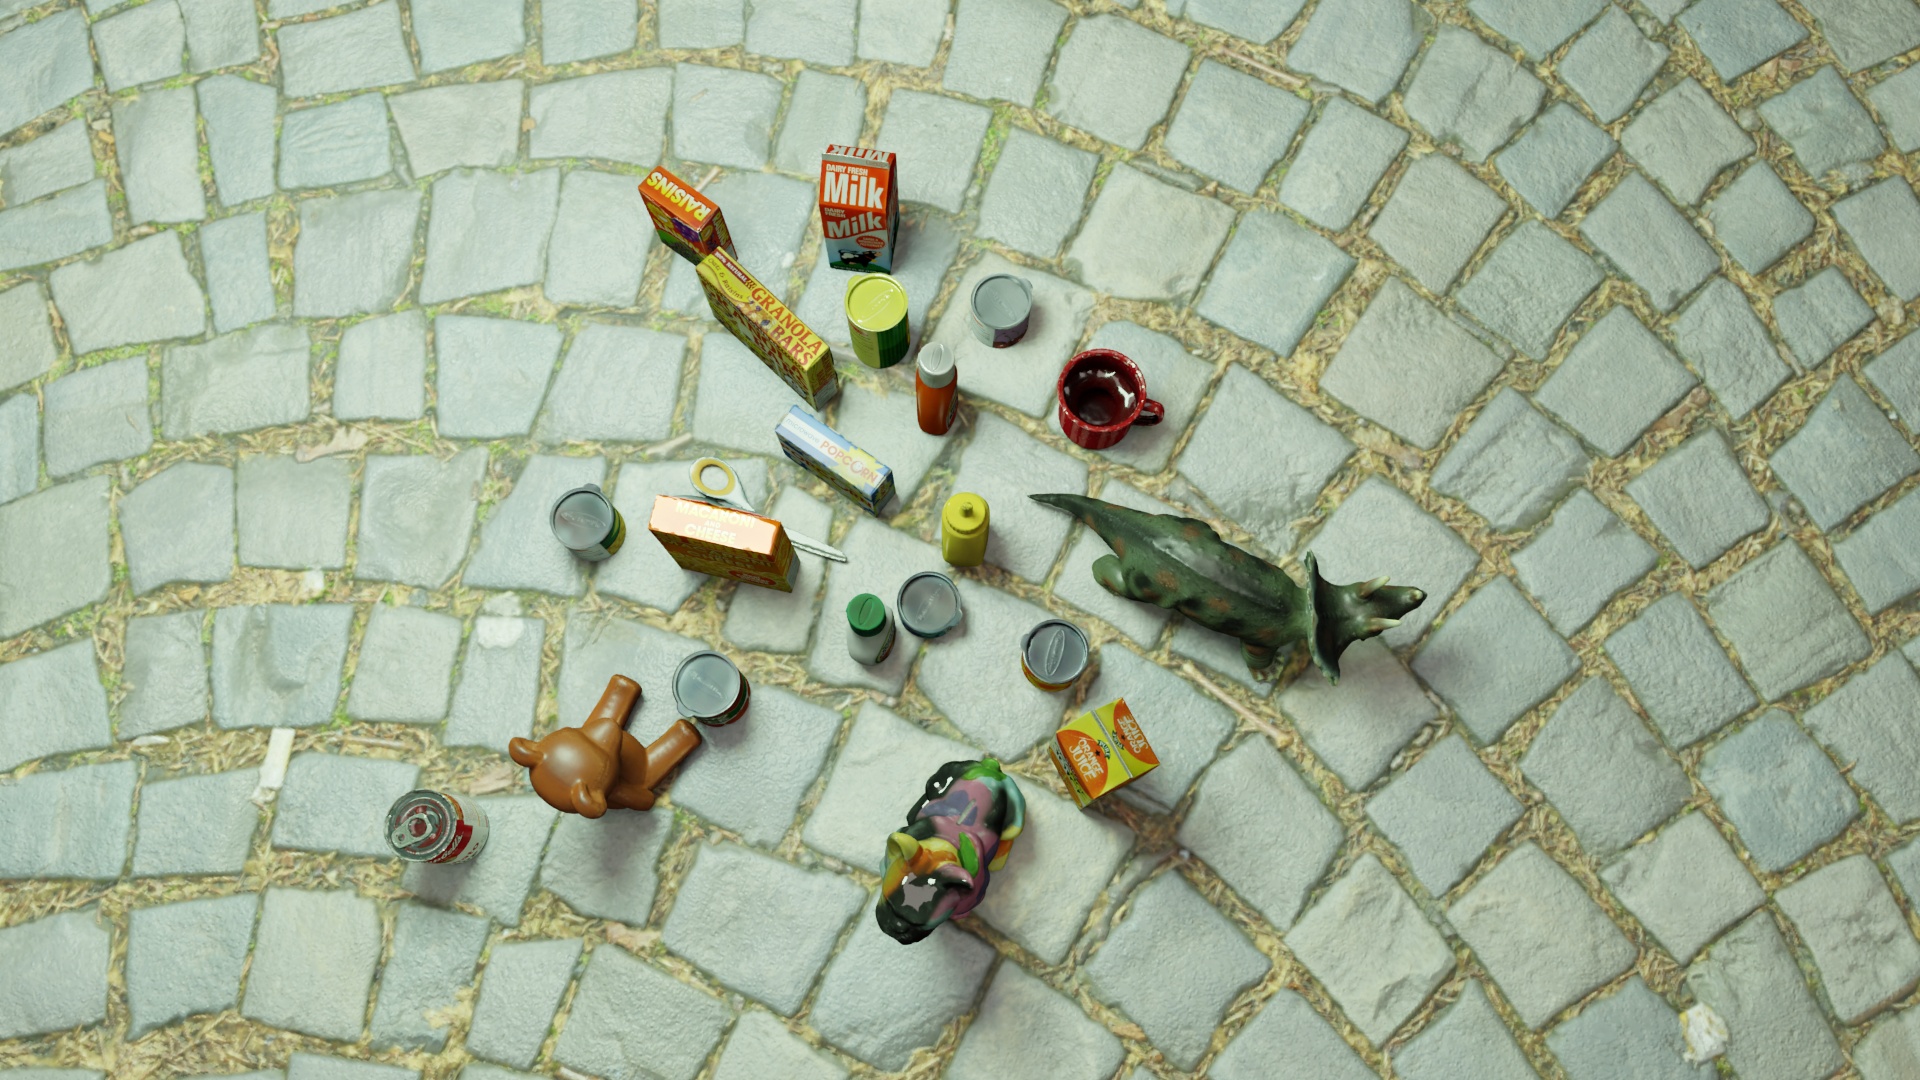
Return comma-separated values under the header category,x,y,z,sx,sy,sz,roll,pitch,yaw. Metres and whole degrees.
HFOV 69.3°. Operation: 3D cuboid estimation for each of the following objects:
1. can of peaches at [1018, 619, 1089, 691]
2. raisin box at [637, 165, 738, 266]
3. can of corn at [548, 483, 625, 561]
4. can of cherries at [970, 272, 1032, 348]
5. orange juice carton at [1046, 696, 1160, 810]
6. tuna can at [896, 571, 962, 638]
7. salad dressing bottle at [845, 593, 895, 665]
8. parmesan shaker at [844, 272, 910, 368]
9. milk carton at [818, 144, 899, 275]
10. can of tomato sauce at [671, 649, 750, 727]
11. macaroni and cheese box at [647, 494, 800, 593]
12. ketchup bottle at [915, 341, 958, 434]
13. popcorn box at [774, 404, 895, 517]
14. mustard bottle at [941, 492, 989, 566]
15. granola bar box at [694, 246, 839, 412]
category,x,y,z,sx,sy,sz,roll,pitch,yaw
can of peaches,0.093,0.117,1.415,0.071,0.058,0.071,0,75,0
raisin box,-0.294,-0.342,1.506,0.086,0.123,0.040,36,78,9
can of corn,-0.387,-0.018,1.450,0.071,0.058,0.071,0,75,0
can of cherries,0.046,-0.251,1.516,0.071,0.058,0.071,0,75,0
orange juice carton,0.135,0.204,1.322,0.073,0.192,0.072,-27,77,-7
tuna can,-0.030,0.069,1.441,0.071,0.032,0.071,0,75,0
salad dressing bottle,-0.090,0.086,1.377,0.044,0.147,0.064,20,76,5
parmesan shaker,-0.089,-0.236,1.488,0.071,0.103,0.071,0,75,0
milk carton,-0.106,-0.359,1.477,0.072,0.190,0.073,8,75,2
can of tomato sauce,-0.249,0.151,1.391,0.071,0.083,0.071,0,75,0
macaroni and cheese box,-0.233,0.004,1.388,0.124,0.166,0.040,12,76,3
ketchup bottle,-0.025,-0.162,1.444,0.043,0.148,0.065,11,75,3
popcorn box,-0.131,-0.083,1.455,0.127,0.085,0.038,34,78,8
mustard bottle,0.005,-0.018,1.399,0.049,0.160,0.065,6,75,1
granola bar box,-0.202,-0.223,1.473,0.166,0.124,0.039,43,79,10
